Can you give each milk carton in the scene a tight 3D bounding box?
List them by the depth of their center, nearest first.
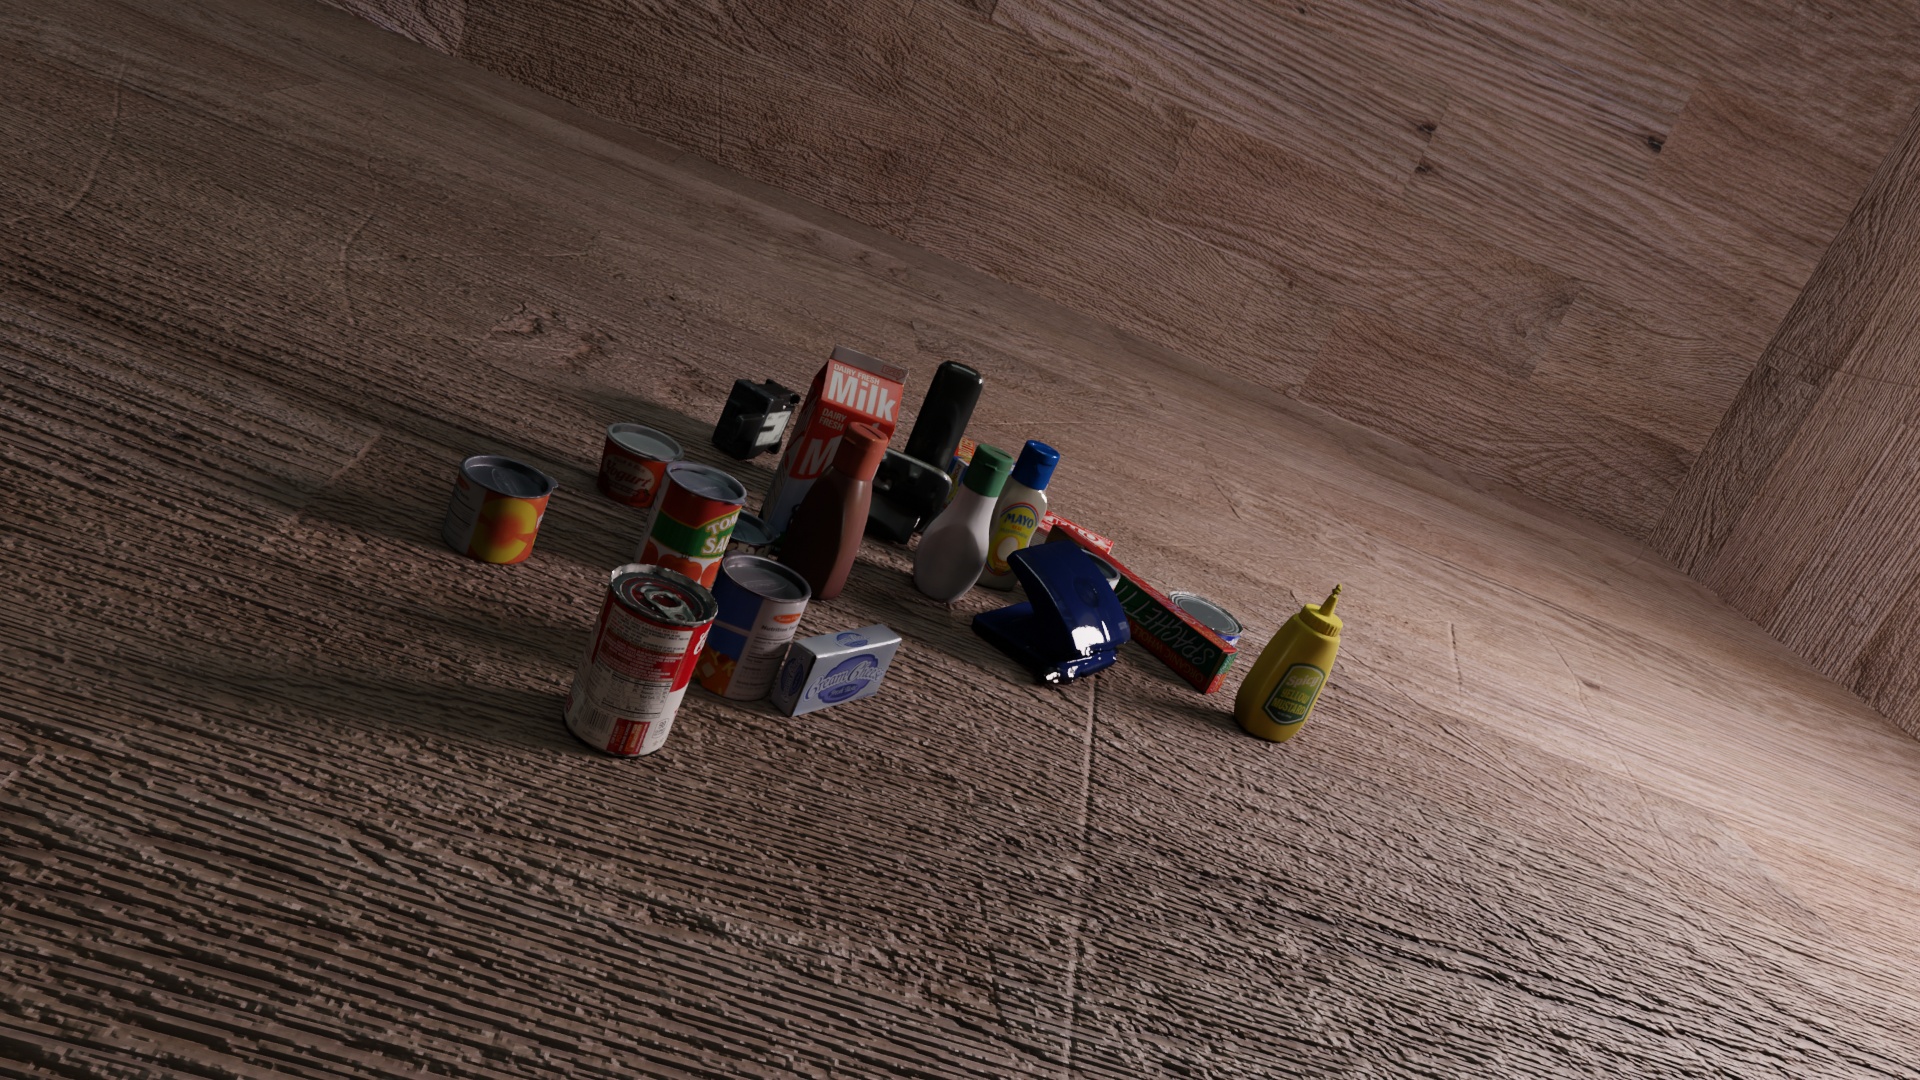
[{"bbox_3d":[-0.113,-0.077,1.230,0.072,0.189,0.074,18,19,-17],"label":"milk carton"}]

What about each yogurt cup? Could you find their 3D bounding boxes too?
[{"bbox_3d":[-0.281,-0.064,1.207,0.072,0.053,0.072,21,19,-8],"label":"yogurt cup"}]

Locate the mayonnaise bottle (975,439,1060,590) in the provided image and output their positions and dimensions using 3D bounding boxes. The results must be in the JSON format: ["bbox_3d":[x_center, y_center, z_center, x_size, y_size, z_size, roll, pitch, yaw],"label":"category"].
[{"bbox_3d":[0.051,-0.025,1.353,0.065,0.147,0.041,16,20,-24],"label":"mayonnaise bottle"}]

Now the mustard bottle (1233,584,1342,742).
[{"bbox_3d":[0.312,0.110,1.285,0.065,0.159,0.049,17,20,-21],"label":"mustard bottle"}]

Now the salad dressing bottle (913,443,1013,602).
[{"bbox_3d":[0.005,-0.016,1.274,0.064,0.147,0.044,24,18,-1],"label":"salad dressing bottle"}]

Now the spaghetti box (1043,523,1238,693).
[{"bbox_3d":[0.175,0.066,1.409,0.029,0.050,0.251,3,28,-47],"label":"spaghetti box"}]

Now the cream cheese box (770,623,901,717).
[{"bbox_3d":[-0.090,0.094,1.013,0.024,0.053,0.104,34,21,27],"label":"cream cheese box"}]

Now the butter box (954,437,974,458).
[{"bbox_3d":[-0.005,-0.080,1.579,0.024,0.053,0.104,22,19,-6],"label":"butter box"}]

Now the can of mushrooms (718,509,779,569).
[{"bbox_3d":[-0.190,0.000,1.174,0.071,0.033,0.071,21,19,-8],"label":"can of mushrooms"}]

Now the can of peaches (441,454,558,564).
[{"bbox_3d":[-0.339,-0.023,1.021,0.071,0.058,0.071,22,19,-8],"label":"can of peaches"}]

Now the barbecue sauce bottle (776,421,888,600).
[{"bbox_3d":[-0.105,-0.027,1.171,0.065,0.148,0.044,35,21,30],"label":"barbecue sauce bottle"}]

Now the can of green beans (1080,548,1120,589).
[{"bbox_3d":[0.117,0.047,1.378,0.071,0.057,0.071,22,19,-8],"label":"can of green beans"}]

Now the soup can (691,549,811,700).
[{"bbox_3d":[-0.153,0.060,0.983,0.071,0.083,0.071,22,19,-8],"label":"soup can"}]

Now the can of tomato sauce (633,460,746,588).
[{"bbox_3d":[-0.213,-0.010,1.099,0.071,0.082,0.071,22,19,-8],"label":"can of tomato sauce"}]

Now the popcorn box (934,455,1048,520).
[{"bbox_3d":[0.028,-0.040,1.463,0.127,0.085,0.038,3,27,-46],"label":"popcorn box"}]
